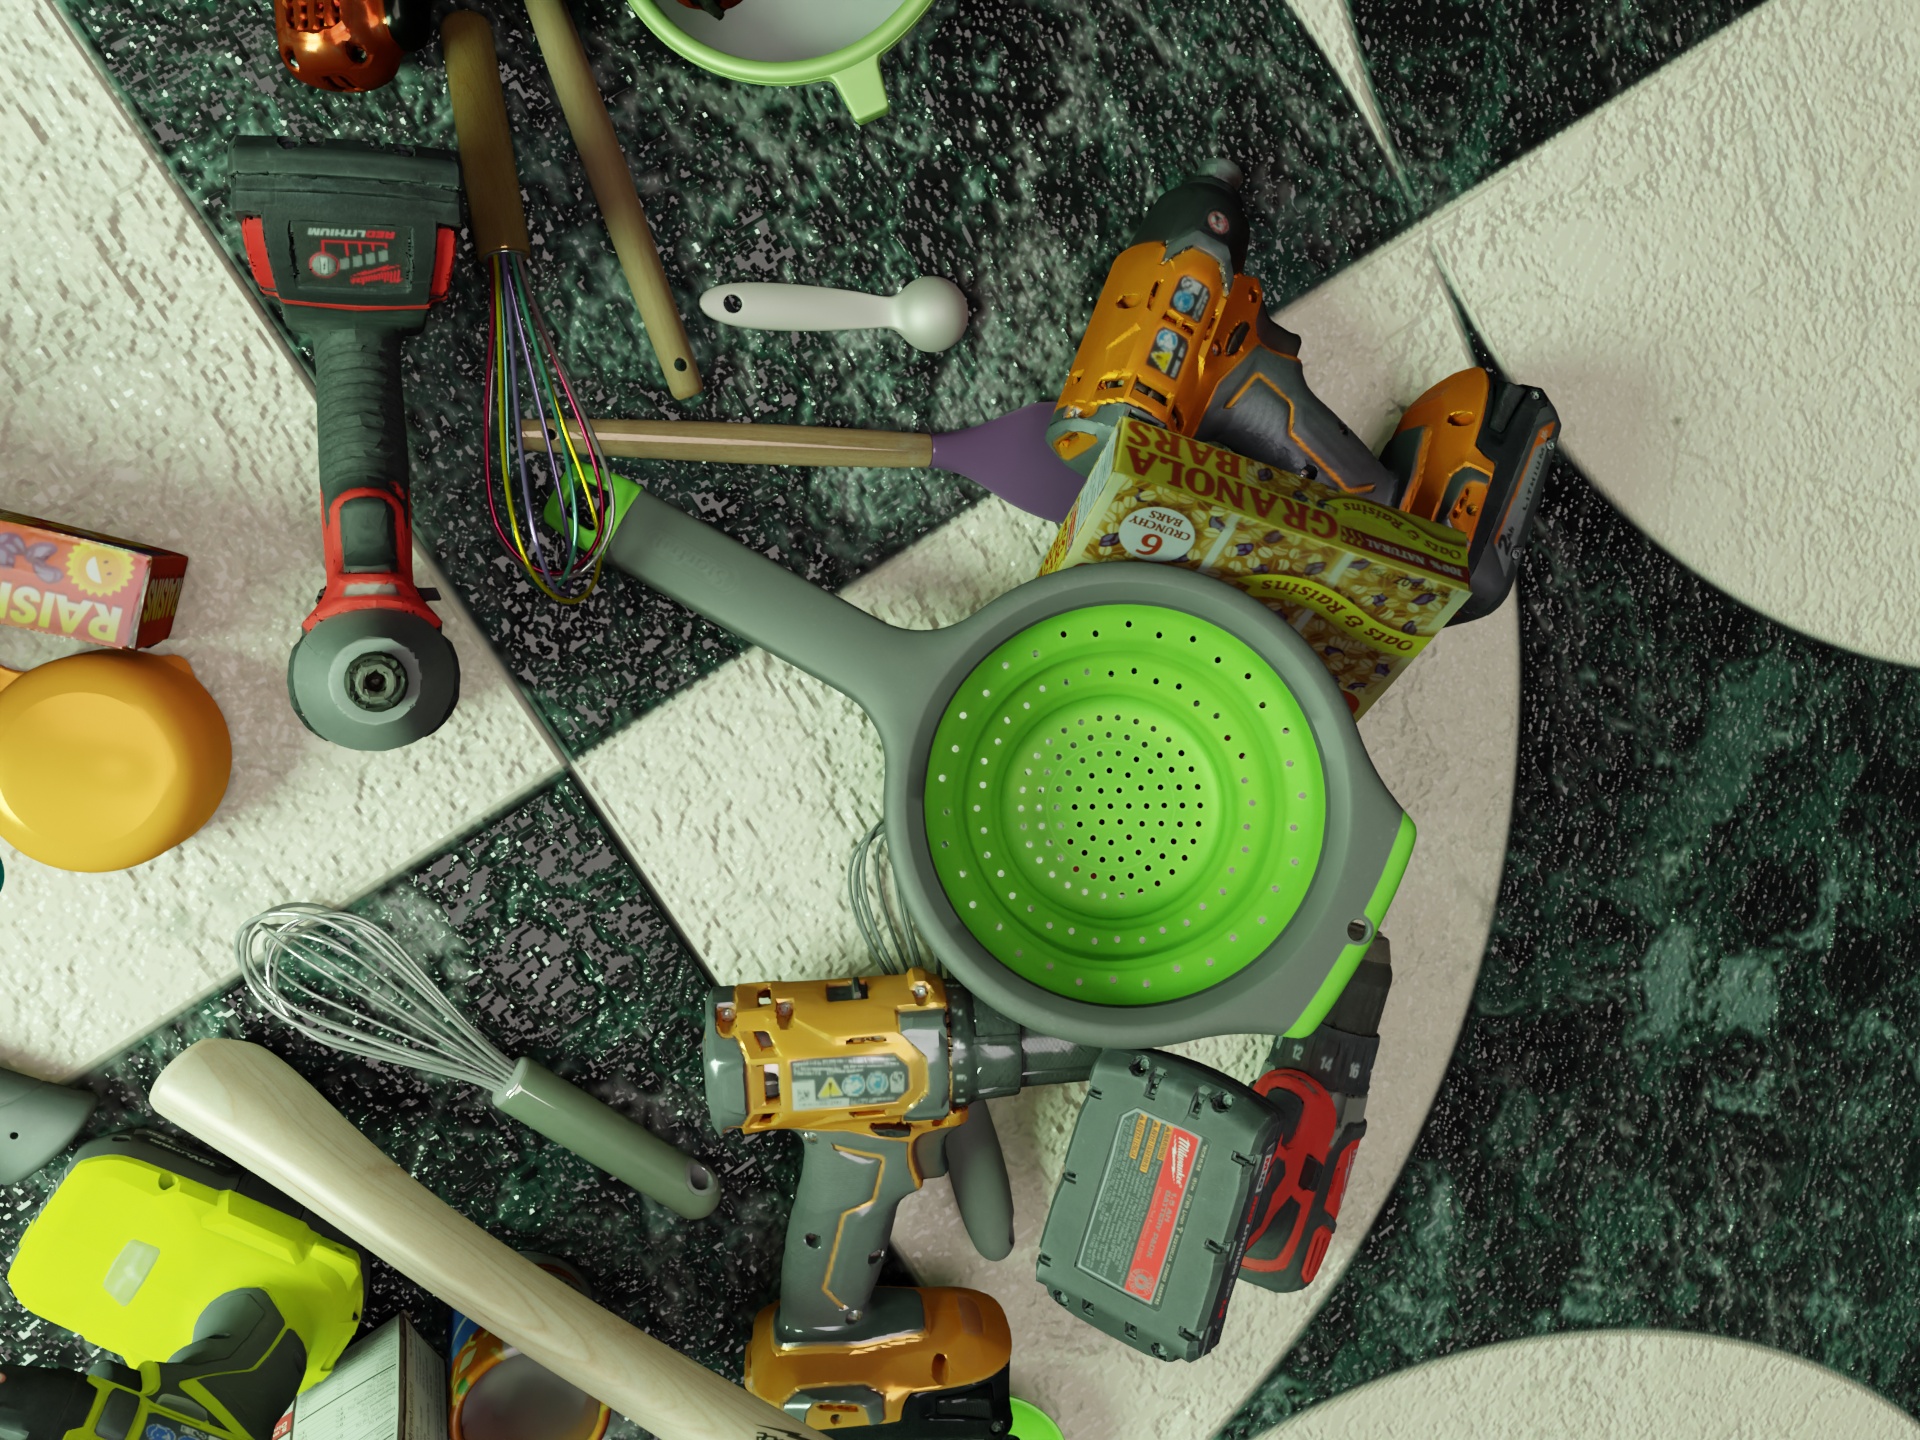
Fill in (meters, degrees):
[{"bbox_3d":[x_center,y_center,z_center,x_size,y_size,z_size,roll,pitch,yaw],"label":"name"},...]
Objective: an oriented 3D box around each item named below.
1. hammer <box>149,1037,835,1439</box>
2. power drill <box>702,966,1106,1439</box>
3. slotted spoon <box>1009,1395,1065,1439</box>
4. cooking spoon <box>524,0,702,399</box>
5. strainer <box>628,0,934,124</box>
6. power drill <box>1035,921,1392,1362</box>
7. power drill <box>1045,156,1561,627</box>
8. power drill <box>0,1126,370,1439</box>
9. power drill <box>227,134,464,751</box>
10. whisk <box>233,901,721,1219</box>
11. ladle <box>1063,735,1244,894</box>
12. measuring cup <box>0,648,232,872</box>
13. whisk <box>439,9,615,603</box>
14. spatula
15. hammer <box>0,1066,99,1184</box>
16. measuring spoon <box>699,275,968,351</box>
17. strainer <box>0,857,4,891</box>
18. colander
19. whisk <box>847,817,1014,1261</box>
[{"bbox_3d":[-0.148,0.252,0.626,0.410,0.146,0.038,31,108,5],"label":"hammer"},{"bbox_3d":[-0.017,0.219,0.717,0.185,0.084,0.226,-3,105,-6],"label":"power drill"},{"bbox_3d":[-0.101,0.367,0.761,0.313,0.031,0.070,0,96,-16],"label":"slotted spoon"},{"bbox_3d":[-0.169,-0.289,0.663,0.069,0.017,0.318,-22,102,-13],"label":"cooking spoon"},{"bbox_3d":[-0.046,-0.380,0.653,0.151,0.069,0.256,26,96,2],"label":"strainer"},{"bbox_3d":[0.137,0.186,0.739,0.226,0.080,0.188,11,96,-59],"label":"power drill"},{"bbox_3d":[0.166,-0.155,0.752,0.226,0.084,0.164,25,77,-15],"label":"power drill"},{"bbox_3d":[-0.295,0.235,0.577,0.171,0.223,0.080,33,86,-19],"label":"power drill"},{"bbox_3d":[-0.227,-0.097,0.604,0.078,0.143,0.219,-3,95,-20],"label":"power drill"},{"bbox_3d":[-0.204,0.154,0.696,0.246,0.058,0.059,39,119,-21],"label":"whisk"},{"bbox_3d":[0.177,-0.025,0.804,0.315,0.031,0.069,-41,106,-11],"label":"ladle"},{"bbox_3d":[-0.372,-0.006,0.613,0.173,0.052,0.095,34,86,-17],"label":"measuring cup"},{"bbox_3d":[-0.182,-0.168,0.653,0.047,0.051,0.245,-9,89,-35],"label":"whisk"},{"bbox_3d":[-0.039,-0.122,0.725,0.315,0.018,0.060,0,97,-19],"label":"spatula"},{"bbox_3d":[-0.529,0.078,0.584,0.408,0.036,0.149,28,87,-19],"label":"hammer"},{"bbox_3d":[-0.054,-0.185,0.712,0.124,0.018,0.034,-2,97,-17],"label":"measuring spoon"},{"bbox_3d":[-0.455,0.002,0.507,0.340,0.095,0.211,15,95,-2],"label":"strainer"},{"bbox_3d":[-0.001,-0.002,0.711,0.397,0.094,0.204,29,87,3],"label":"colander"},{"bbox_3d":[-0.007,0.154,0.756,0.055,0.055,0.239,-17,105,-15],"label":"whisk"}]
